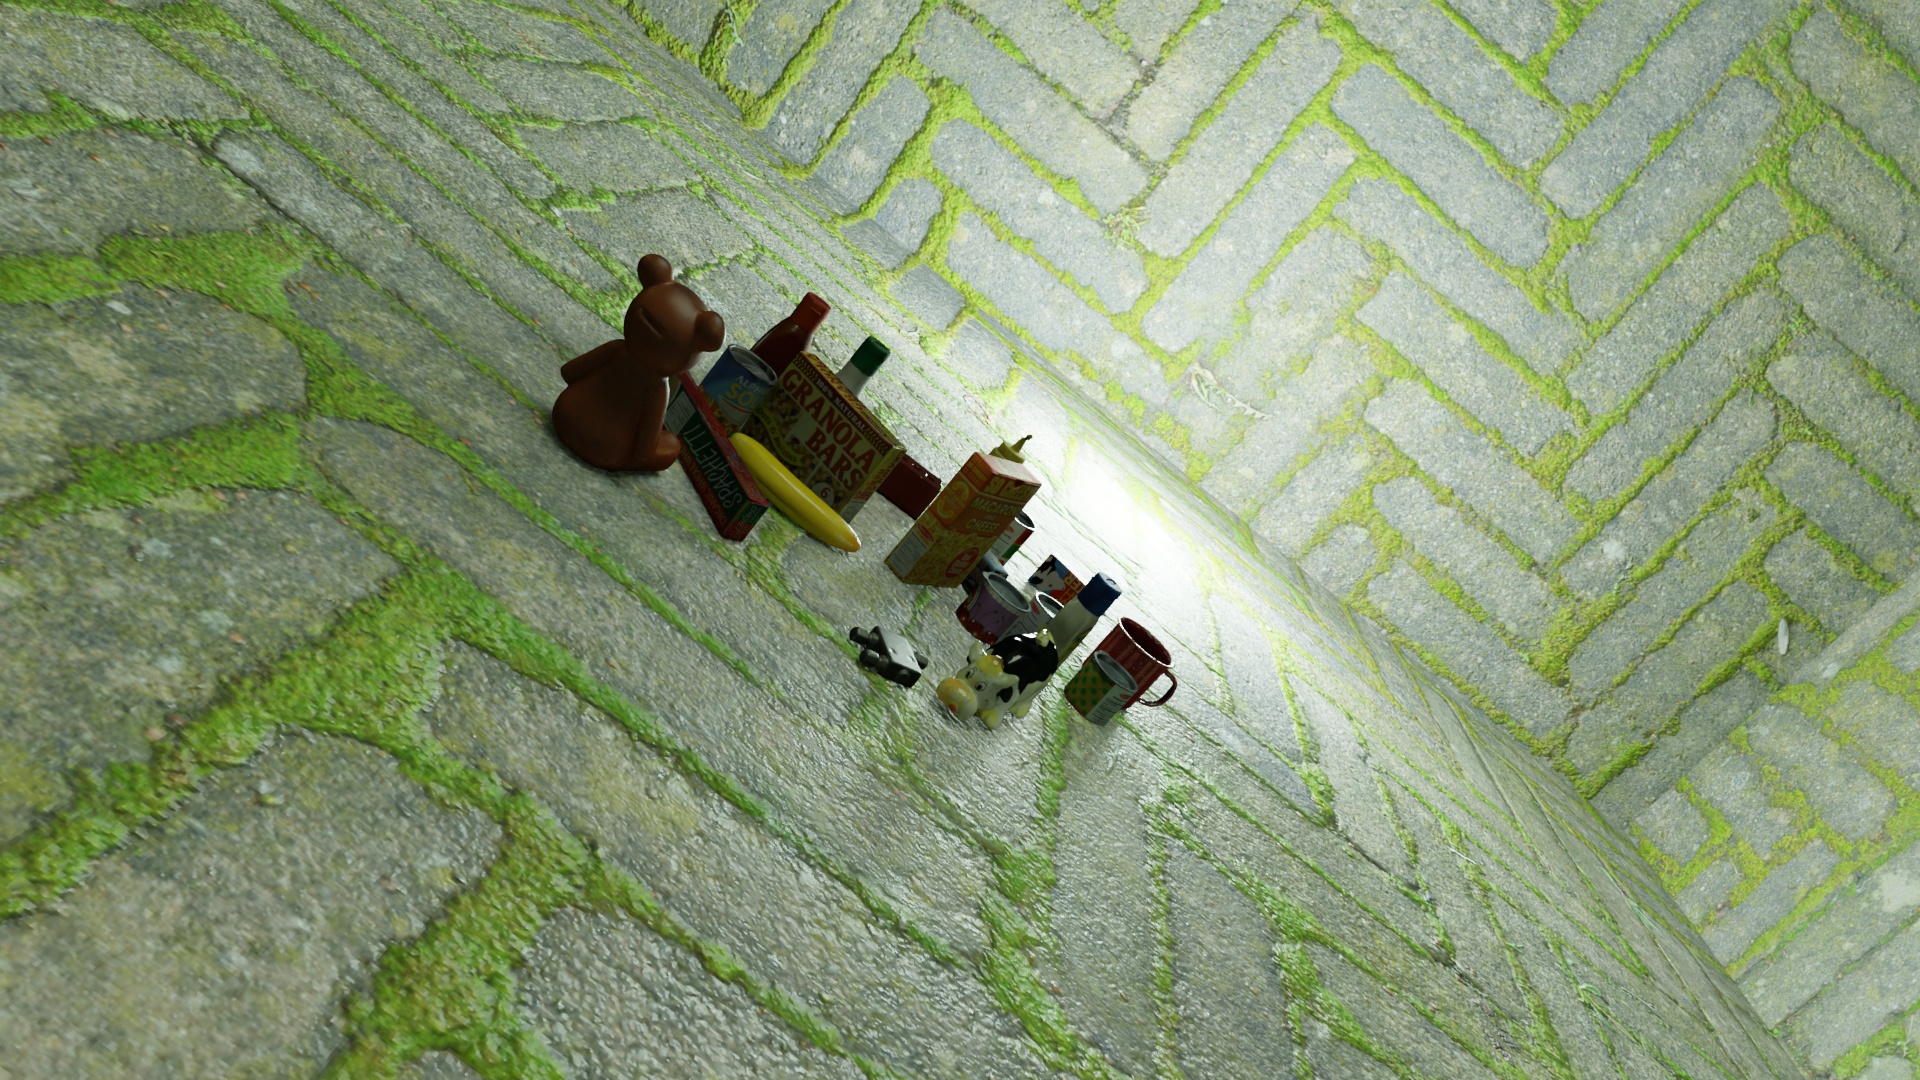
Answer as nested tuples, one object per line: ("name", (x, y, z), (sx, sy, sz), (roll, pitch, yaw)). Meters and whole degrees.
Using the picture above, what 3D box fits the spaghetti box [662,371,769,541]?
("spaghetti box", (-0.261, -0.095, 1.408), (0.028, 0.050, 0.251), (22, 24, -47))

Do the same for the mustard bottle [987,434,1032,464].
("mustard bottle", (0.041, -0.083, 1.839), (0.049, 0.160, 0.065), (40, 16, 0))

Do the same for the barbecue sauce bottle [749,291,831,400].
("barbecue sauce bottle", (-0.215, -0.235, 1.697), (0.065, 0.148, 0.044), (34, 17, -21))

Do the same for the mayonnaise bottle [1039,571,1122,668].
("mayonnaise bottle", (0.121, 0.100, 1.560), (0.041, 0.147, 0.065), (45, 17, 17))

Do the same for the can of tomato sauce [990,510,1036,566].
("can of tomato sauce", (0.047, -0.006, 1.787), (0.071, 0.083, 0.071), (36, 17, -13))

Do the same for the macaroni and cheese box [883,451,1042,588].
("macaroni and cheese box", (0.006, -0.020, 1.588), (0.040, 0.166, 0.124), (48, 18, 24))

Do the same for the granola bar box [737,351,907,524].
("granola bar box", (-0.156, -0.111, 1.548), (0.166, 0.124, 0.039), (46, 17, 20))

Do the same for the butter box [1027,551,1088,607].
("butter box", (0.145, 0.068, 1.861), (0.103, 0.053, 0.024), (42, 16, 7))

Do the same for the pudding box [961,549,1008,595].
("pudding box", (0.018, 0.030, 1.689), (0.030, 0.049, 0.084), (22, 24, -46))

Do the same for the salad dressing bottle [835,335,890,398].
("salad dressing bottle", (-0.145, -0.187, 1.727), (0.064, 0.147, 0.044), (22, 24, -47))

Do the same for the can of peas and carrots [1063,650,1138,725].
("can of peas and carrots", (0.162, 0.172, 1.622), (0.071, 0.058, 0.071), (36, 17, -13))

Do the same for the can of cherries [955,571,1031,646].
("can of cherries", (0.036, 0.078, 1.590), (0.071, 0.058, 0.072), (36, 17, -13))

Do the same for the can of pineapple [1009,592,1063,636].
("can of pineapple", (0.099, 0.105, 1.657), (0.071, 0.057, 0.071), (36, 17, -13))

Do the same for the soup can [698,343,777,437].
("soup can", (-0.253, -0.164, 1.546), (0.071, 0.083, 0.071), (36, 17, -13))
